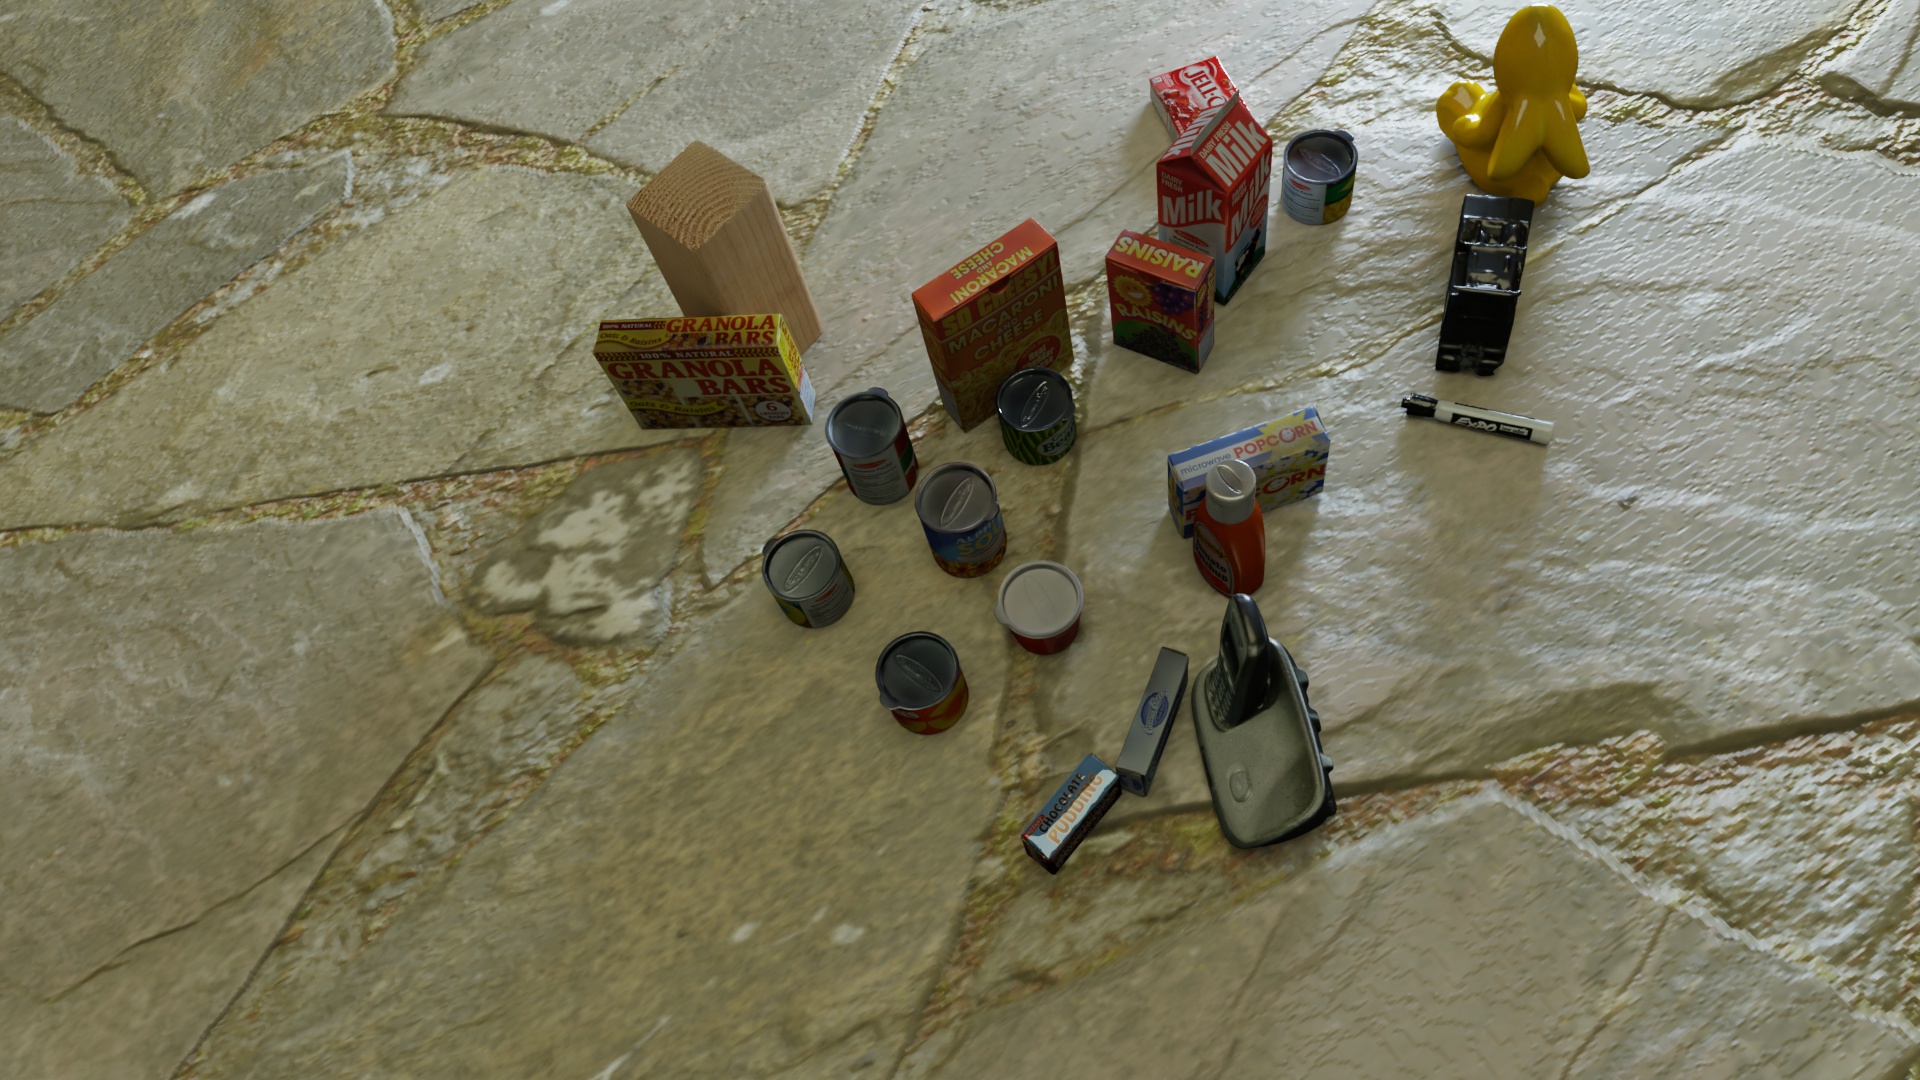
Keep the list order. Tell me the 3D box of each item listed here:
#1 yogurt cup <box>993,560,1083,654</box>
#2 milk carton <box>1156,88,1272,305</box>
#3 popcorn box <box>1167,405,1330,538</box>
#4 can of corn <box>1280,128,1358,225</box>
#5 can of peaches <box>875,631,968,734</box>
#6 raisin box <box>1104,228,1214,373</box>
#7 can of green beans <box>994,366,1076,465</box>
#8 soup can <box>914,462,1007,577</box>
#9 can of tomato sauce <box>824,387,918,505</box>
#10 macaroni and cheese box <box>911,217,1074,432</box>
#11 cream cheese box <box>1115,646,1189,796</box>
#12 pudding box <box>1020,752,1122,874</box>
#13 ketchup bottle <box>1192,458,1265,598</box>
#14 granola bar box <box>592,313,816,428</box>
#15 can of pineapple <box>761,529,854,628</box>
[{"bbox_3d":[0.066,0.057,1.114,0.072,0.053,0.073,-4,61,8],"label":"yogurt cup"},{"bbox_3d":[0.219,-0.299,1.203,0.073,0.189,0.072,31,71,23],"label":"milk carton"},{"bbox_3d":[0.232,-0.054,1.128,0.127,0.085,0.038,-19,61,-1],"label":"popcorn box"},{"bbox_3d":[0.331,-0.335,1.279,0.071,0.058,0.071,-4,61,8],"label":"can of corn"},{"bbox_3d":[-0.031,0.115,1.096,0.071,0.057,0.071,-4,61,8],"label":"can of peaches"},{"bbox_3d":[0.173,-0.205,1.198,0.086,0.123,0.040,25,69,21],"label":"raisin box"},{"bbox_3d":[0.066,-0.107,1.200,0.071,0.057,0.071,-4,61,8],"label":"can of green beans"},{"bbox_3d":[0.004,-0.014,1.146,0.071,0.083,0.071,-4,62,8],"label":"soup can"},{"bbox_3d":[-0.074,-0.080,1.195,0.071,0.082,0.071,-4,62,8],"label":"can of tomato sauce"},{"bbox_3d":[0.032,-0.179,1.183,0.124,0.165,0.040,-34,62,-9],"label":"macaroni and cheese box"},{"bbox_3d":[0.147,0.138,1.056,0.024,0.053,0.104,17,66,18],"label":"cream cheese box"},{"bbox_3d":[0.083,0.203,1.034,0.030,0.049,0.084,36,73,24],"label":"pudding box"},{"bbox_3d":[0.208,-0.011,1.072,0.043,0.148,0.065,-34,62,-9],"label":"ketchup bottle"},{"bbox_3d":[-0.223,-0.149,1.234,0.165,0.123,0.039,-1,62,9],"label":"granola bar box"},{"bbox_3d":[-0.127,0.031,1.158,0.071,0.057,0.071,-4,61,8],"label":"can of pineapple"}]
